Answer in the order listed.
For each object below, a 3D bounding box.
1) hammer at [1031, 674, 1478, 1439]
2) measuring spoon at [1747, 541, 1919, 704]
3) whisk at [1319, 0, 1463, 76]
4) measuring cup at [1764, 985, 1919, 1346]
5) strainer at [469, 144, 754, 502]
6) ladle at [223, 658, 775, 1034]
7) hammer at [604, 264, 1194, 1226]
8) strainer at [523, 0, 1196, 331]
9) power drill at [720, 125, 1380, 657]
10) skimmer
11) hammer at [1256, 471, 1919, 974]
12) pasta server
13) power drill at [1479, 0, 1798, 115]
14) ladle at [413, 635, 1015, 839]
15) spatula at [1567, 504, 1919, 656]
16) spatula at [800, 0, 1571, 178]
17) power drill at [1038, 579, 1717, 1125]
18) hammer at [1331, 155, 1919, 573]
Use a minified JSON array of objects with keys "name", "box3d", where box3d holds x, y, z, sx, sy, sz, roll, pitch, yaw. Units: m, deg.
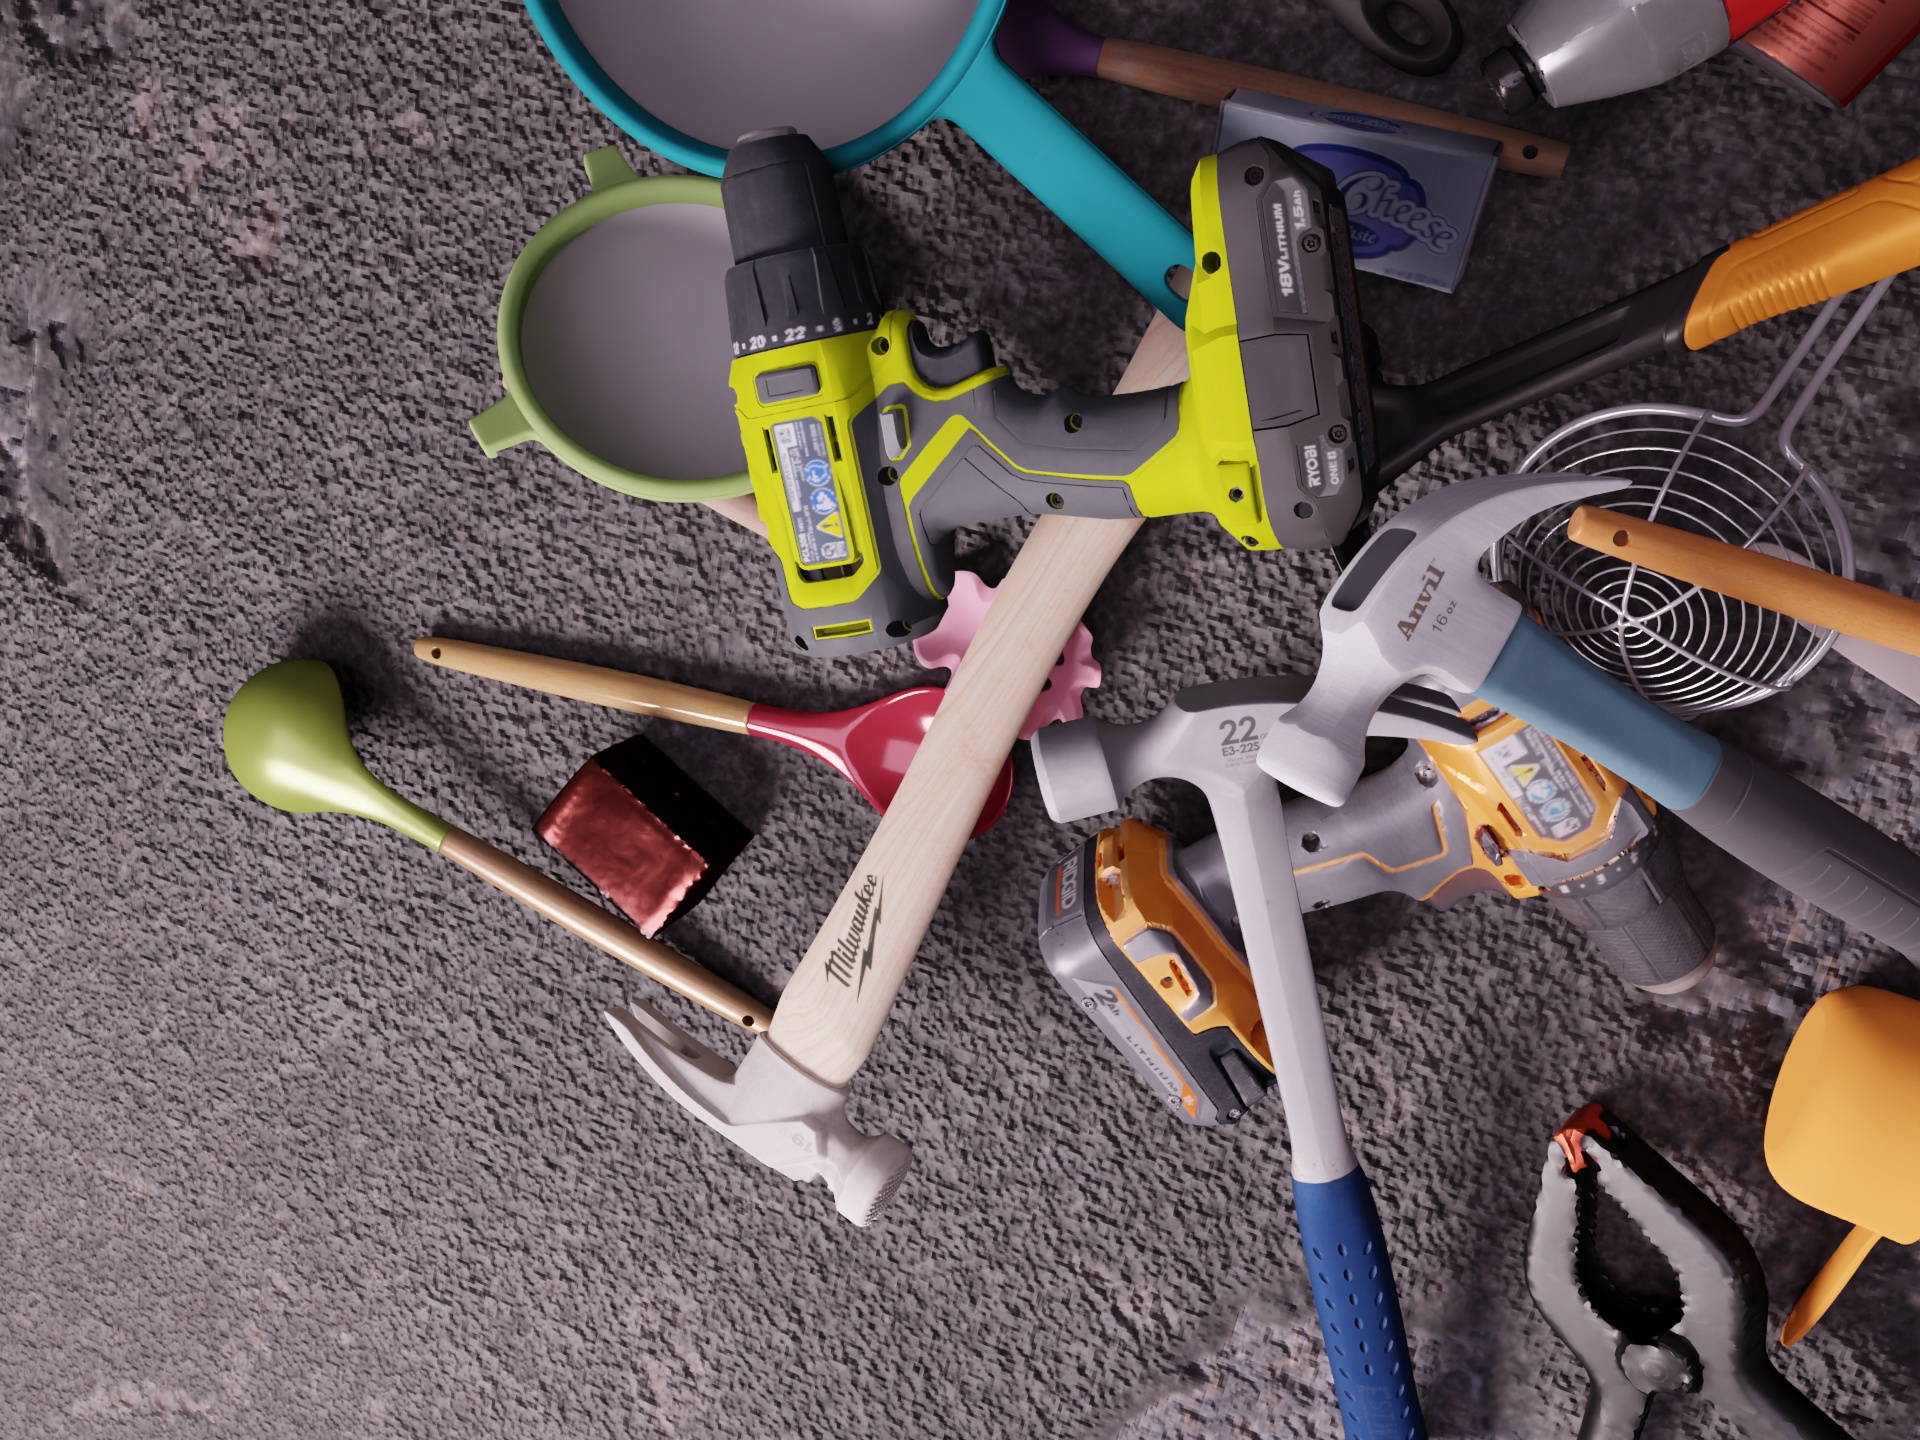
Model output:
[{"name":"hammer","box3d":[0.145,0.164,0.614,0.144,0.035,0.405,-14,115,7]},{"name":"measuring spoon","box3d":[0.345,-0.025,0.594,0.124,0.018,0.034,40,110,7]},{"name":"whisk","box3d":[0.074,-0.345,0.596,0.296,0.073,0.073,41,110,-1]},{"name":"measuring cup","box3d":[0.333,0.178,0.617,0.052,0.095,0.173,21,125,18]},{"name":"strainer","box3d":[-0.066,-0.135,0.682,0.256,0.069,0.151,17,71,-4]},{"name":"ladle","box3d":[-0.226,0.068,0.789,0.320,0.062,0.078,29,107,3]},{"name":"hammer","box3d":[-0.001,-0.002,0.652,0.146,0.038,0.410,31,99,16]},{"name":"strainer","box3d":[-0.016,-0.277,0.609,0.340,0.095,0.211,42,121,-4]},{"name":"power drill","box3d":[0.022,-0.130,0.568,0.228,0.080,0.190,-6,103,21]},{"name":"skimmer","box3d":[0.326,-0.166,0.566,0.127,0.090,0.363,34,99,15]},{"name":"hammer","box3d":[0.253,0.024,0.534,0.330,0.033,0.128,26,93,-24]},{"name":"pasta server","box3d":[-0.077,-0.085,0.705,0.316,0.040,0.060,30,99,11]},{"name":"power drill","box3d":[0.197,-0.309,0.517,0.143,0.078,0.220,-32,73,21]},{"name":"ladle","box3d":[-0.121,-0.004,0.742,0.315,0.031,0.069,12,98,17]},{"name":"spatula","box3d":[0.358,-0.021,0.538,0.322,0.041,0.081,17,109,-1]},{"name":"spatula","box3d":[0.081,-0.259,0.629,0.316,0.018,0.059,20,105,14]},{"name":"power drill","box3d":[0.168,0.074,0.631,0.226,0.084,0.185,-34,109,20]},{"name":"hammer","box3d":[0.269,-0.142,0.520,0.337,0.034,0.127,-22,59,32]}]
